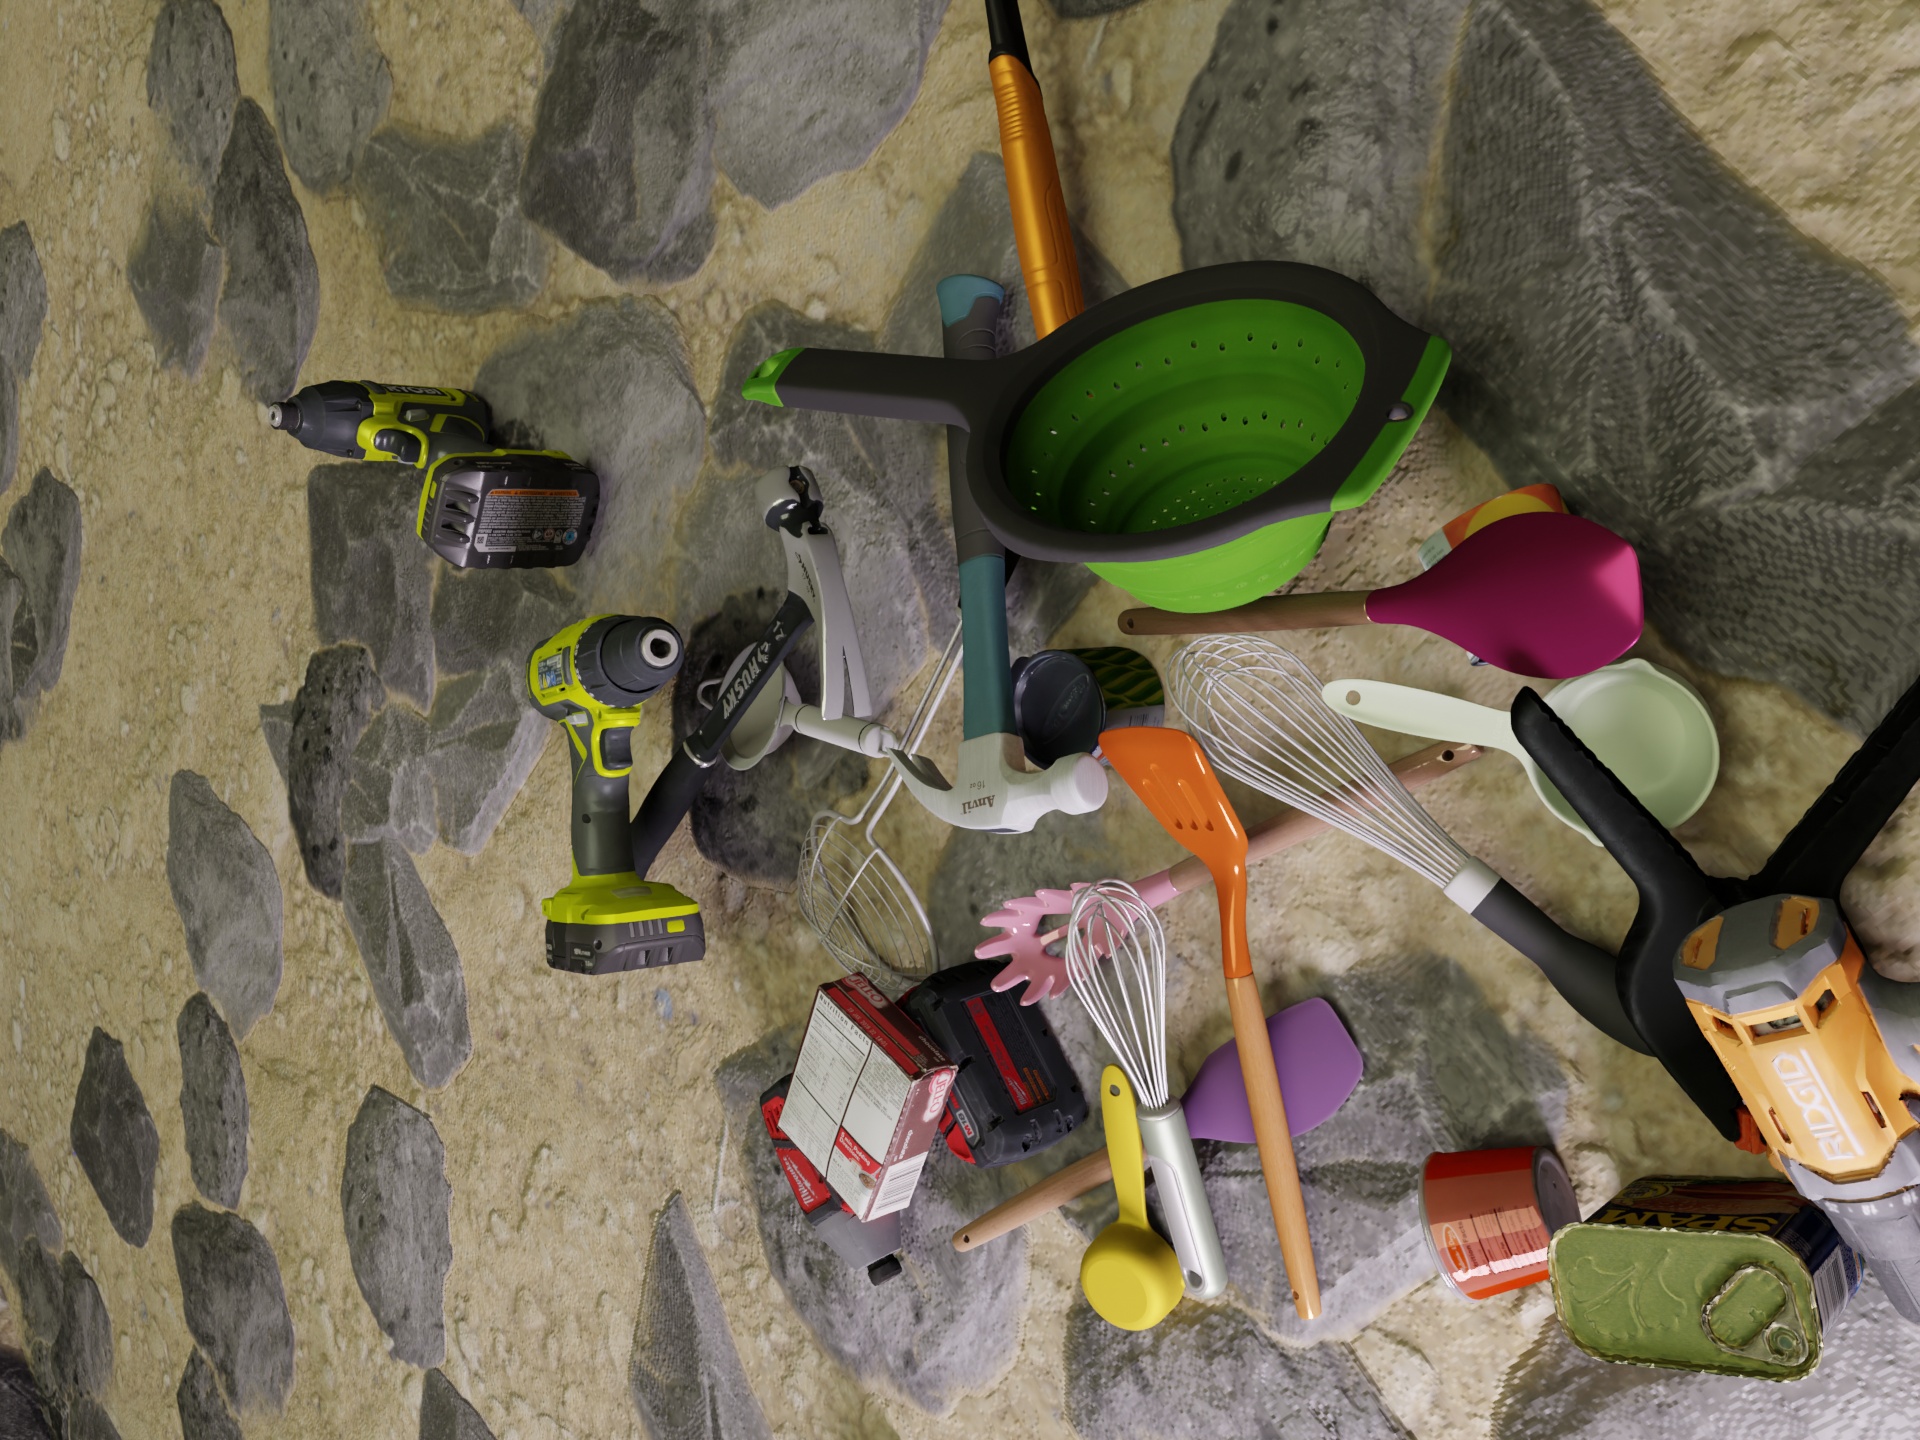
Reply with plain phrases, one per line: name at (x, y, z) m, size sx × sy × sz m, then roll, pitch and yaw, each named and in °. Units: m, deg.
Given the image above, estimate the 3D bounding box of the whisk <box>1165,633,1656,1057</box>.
whisk at (0.210, 0.054, 0.734) m, size 0.285 × 0.070 × 0.070 m, roll 41°, pitch 120°, yaw 17°

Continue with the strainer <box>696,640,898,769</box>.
strainer at (-0.097, 0.000, 0.991) m, size 0.259 × 0.050 × 0.087 m, roll 14°, pitch 91°, yaw 60°

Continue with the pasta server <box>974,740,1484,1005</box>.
pasta server at (0.131, 0.076, 0.835) m, size 0.316 × 0.040 × 0.060 m, roll -31°, pitch 82°, yaw 38°

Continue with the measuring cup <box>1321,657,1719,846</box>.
measuring cup at (0.246, 0.001, 0.704) m, size 0.168 × 0.038 × 0.083 m, roll 13°, pitch 107°, yaw 27°

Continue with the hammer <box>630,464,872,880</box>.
hammer at (-0.159, 0.016, 1.026) m, size 0.408 × 0.036 × 0.149 m, roll -48°, pitch 55°, yaw 50°

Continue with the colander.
colander at (0.049, -0.134, 0.802) m, size 0.397 × 0.204 × 0.094 m, roll 14°, pitch 147°, yaw 37°

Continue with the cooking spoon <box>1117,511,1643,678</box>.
cooking spoon at (0.174, -0.051, 0.739) m, size 0.319 × 0.017 × 0.069 m, roll 2°, pitch 102°, yaw 59°

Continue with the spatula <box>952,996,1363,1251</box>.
spatula at (0.098, 0.242, 0.892) m, size 0.316 × 0.018 × 0.060 m, roll -39°, pitch 73°, yaw 36°

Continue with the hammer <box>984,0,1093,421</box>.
hammer at (0.030, -0.320, 0.847) m, size 0.034 × 0.127 × 0.337 m, roll -10°, pitch 93°, yaw 37°

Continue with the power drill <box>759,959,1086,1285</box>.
power drill at (-0.031, 0.250, 0.972) m, size 0.219 × 0.078 × 0.143 m, roll -43°, pitch 66°, yaw 39°

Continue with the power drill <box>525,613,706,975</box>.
power drill at (-0.221, 0.044, 1.027) m, size 0.190 × 0.080 × 0.228 m, roll -8°, pitch 86°, yaw 59°

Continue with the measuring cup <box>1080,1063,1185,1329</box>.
measuring cup at (0.087, 0.265, 0.876) m, size 0.062 × 0.029 × 0.156 m, roll 2°, pitch 108°, yaw 35°

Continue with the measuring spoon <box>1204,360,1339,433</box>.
measuring spoon at (0.165, -0.164, 0.800) m, size 0.128 × 0.021 × 0.042 m, roll -12°, pitch 93°, yaw 51°

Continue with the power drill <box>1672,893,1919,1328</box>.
power drill at (0.399, 0.129, 0.559) m, size 0.226 × 0.084 × 0.185 m, roll -26°, pitch 99°, yaw 38°

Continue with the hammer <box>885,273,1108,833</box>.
hammer at (0.012, -0.099, 0.872) m, size 0.128 × 0.033 × 0.331 m, roll -18°, pitch 67°, yaw 39°

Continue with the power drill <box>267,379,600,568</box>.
power drill at (-0.392, -0.193, 1.189) m, size 0.223 × 0.171 × 0.080 m, roll 32°, pitch 114°, yaw 31°

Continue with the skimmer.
skimmer at (-0.002, -0.003, 0.951) m, size 0.127 × 0.090 × 0.363 m, roll 36°, pitch 106°, yaw 38°

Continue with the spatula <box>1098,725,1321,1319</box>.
spatula at (0.139, 0.154, 0.807) m, size 0.081 × 0.041 × 0.322 m, roll -3°, pitch 101°, yaw 61°

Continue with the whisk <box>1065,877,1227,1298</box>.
whisk at (0.101, 0.197, 0.836) m, size 0.058 × 0.059 × 0.246 m, roll 0°, pitch 110°, yaw 51°
